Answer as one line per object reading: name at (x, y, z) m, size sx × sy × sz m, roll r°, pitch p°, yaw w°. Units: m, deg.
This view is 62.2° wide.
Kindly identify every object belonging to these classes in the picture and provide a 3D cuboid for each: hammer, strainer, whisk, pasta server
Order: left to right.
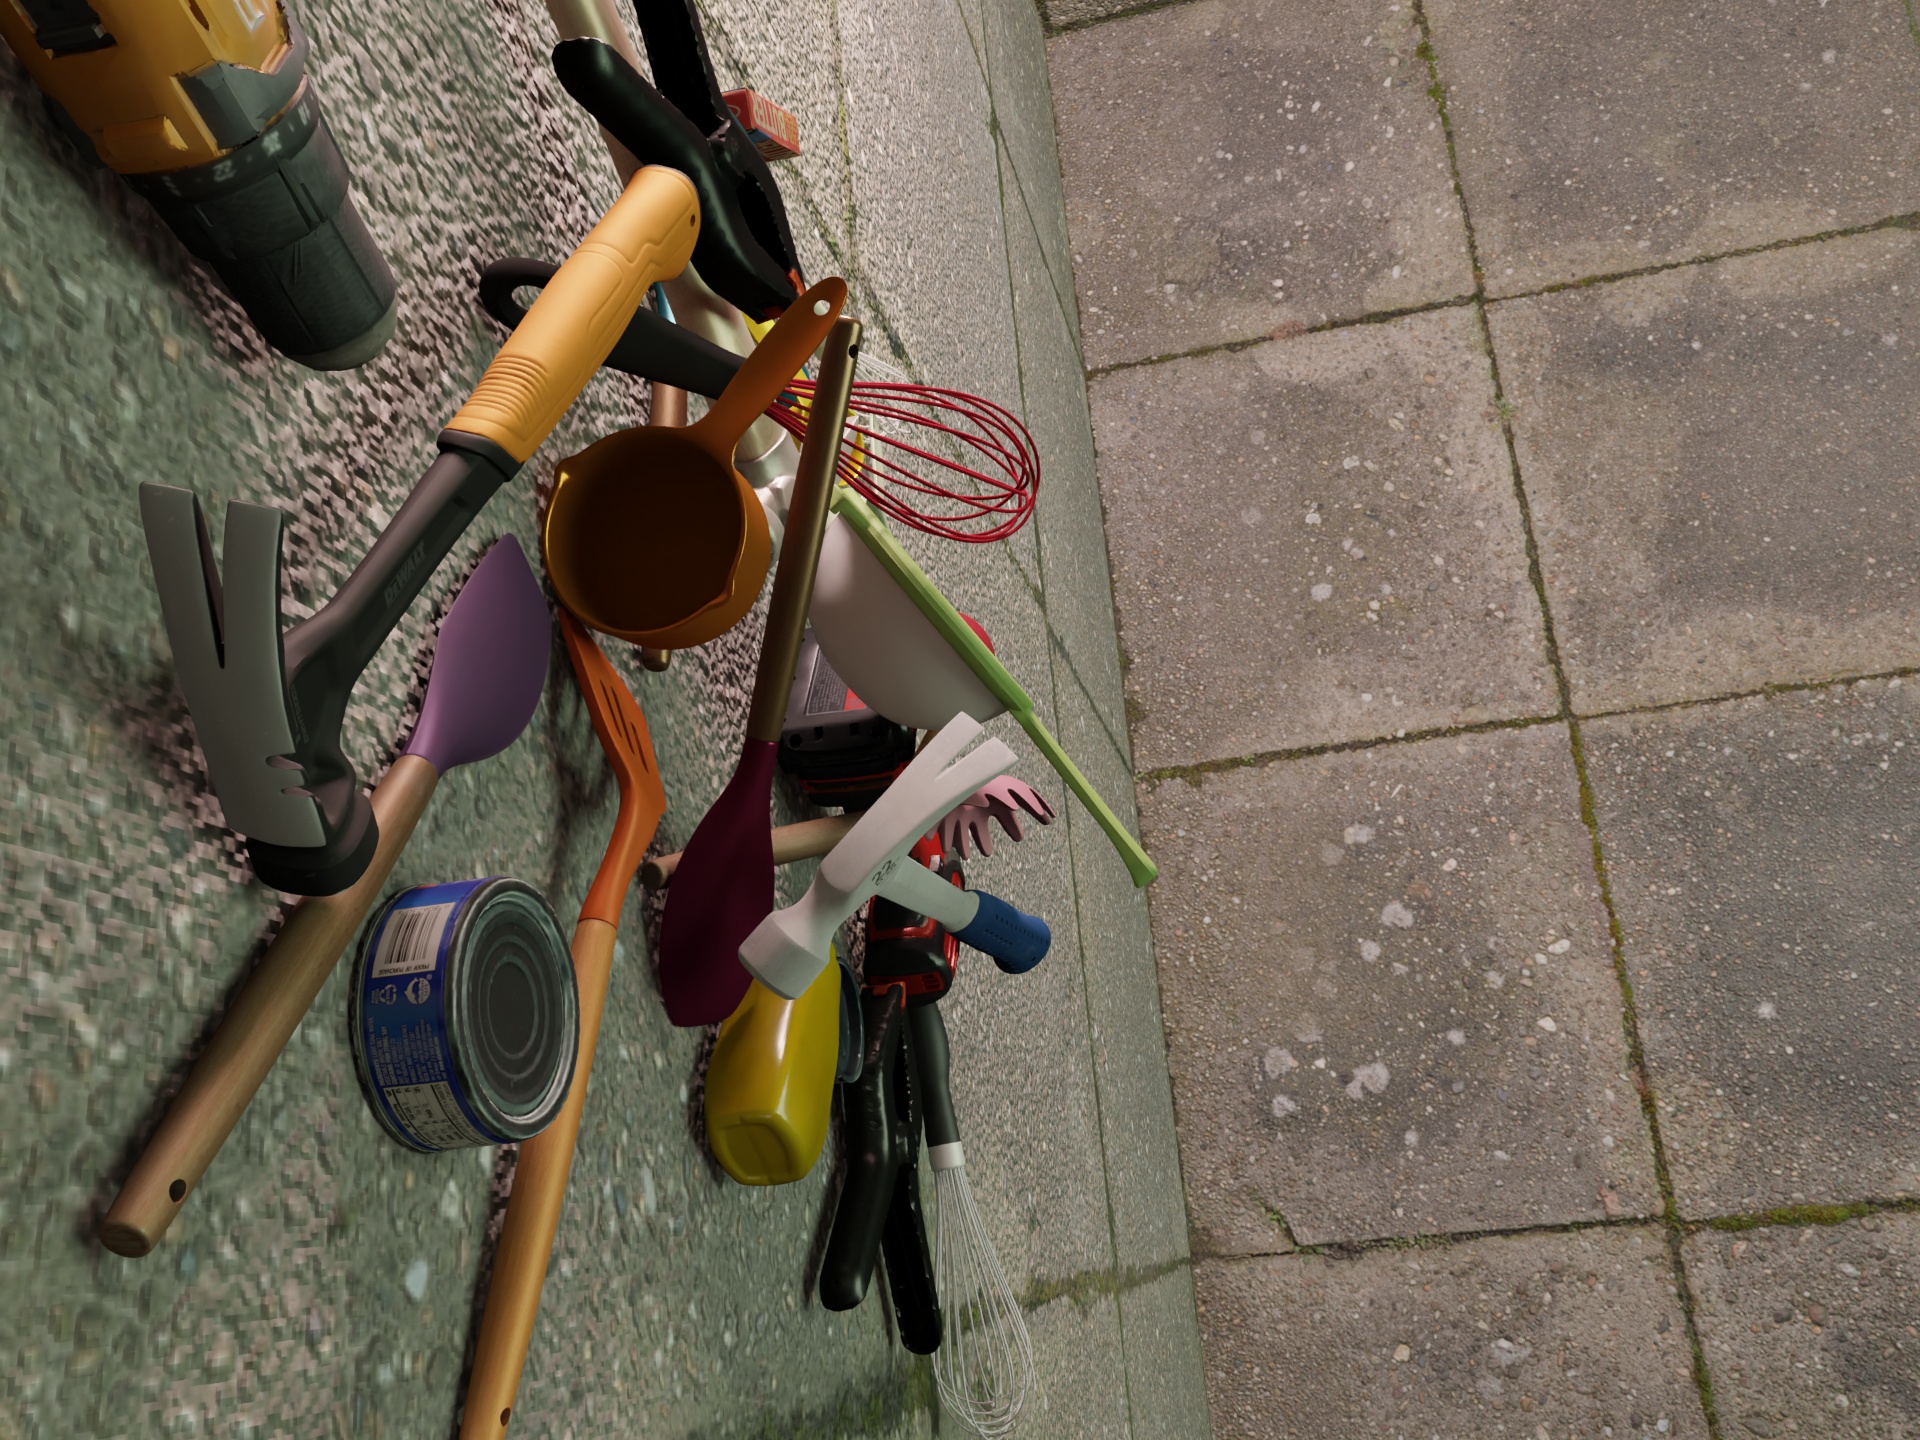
hammer at (-0.148, -0.106, 0.516) m, size 0.337 × 0.034 × 0.127 m, roll -75°, pitch 174°, yaw -47°
hammer at (-0.147, -0.275, 0.716) m, size 0.146 × 0.038 × 0.410 m, roll -66°, pitch 141°, yaw -52°
whisk at (-0.075, -0.142, 0.710) m, size 0.295 × 0.073 × 0.073 m, roll 15°, pitch 61°, yaw -39°
whisk at (-0.085, -0.251, 1.089) m, size 0.058 × 0.059 × 0.246 m, roll 41°, pitch 1°, yaw 22°
pasta server at (-0.047, 0.062, 0.819) m, size 0.316 × 0.060 × 0.040 m, roll -8°, pitch 68°, yaw -58°
whisk at (-0.004, 0.315, 1.030) m, size 0.070 × 0.070 × 0.285 m, roll 42°, pitch 35°, yaw -72°
strainer at (-0.001, -0.003, 0.824) m, size 0.256 × 0.069 × 0.151 m, roll 51°, pitch 3°, yaw 3°
hammer at (0.002, 0.098, 0.857) m, size 0.035 × 0.144 × 0.405 m, roll 41°, pitch -2°, yaw 18°

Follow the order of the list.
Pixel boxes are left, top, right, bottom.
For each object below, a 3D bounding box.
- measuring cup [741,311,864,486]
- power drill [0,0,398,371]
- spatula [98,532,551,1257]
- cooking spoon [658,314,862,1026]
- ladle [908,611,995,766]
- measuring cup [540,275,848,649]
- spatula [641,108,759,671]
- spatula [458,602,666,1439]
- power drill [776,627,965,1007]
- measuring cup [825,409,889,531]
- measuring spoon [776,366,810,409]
measuring cup at (-0.112, -0.206, 0.952) m, size 0.156 × 0.029 × 0.062 m, roll 57°, pitch 43°, yaw -25°
power drill at (-0.195, -0.231, 0.460) m, size 0.185 × 0.084 × 0.226 m, roll 71°, pitch 19°, yaw -50°
spatula at (-0.177, 0.033, 0.492) m, size 0.316 × 0.018 × 0.059 m, roll -82°, pitch 159°, yaw -57°
cooking spoon at (-0.081, -0.017, 0.695) m, size 0.068 × 0.017 × 0.319 m, roll 3°, pitch 101°, yaw -53°
ladle at (-0.009, 0.001, 0.913) m, size 0.315 × 0.031 × 0.069 m, roll -66°, pitch 148°, yaw -70°
measuring cup at (-0.097, -0.106, 0.660) m, size 0.173 × 0.095 × 0.052 m, roll -52°, pitch 167°, yaw -1°
spatula at (-0.135, -0.171, 0.783) m, size 0.082 × 0.044 × 0.318 m, roll 42°, pitch 41°, yaw -58°
spatula at (-0.147, 0.099, 0.585) m, size 0.080 × 0.041 × 0.323 m, roll 66°, pitch 23°, yaw -51°
power drill at (-0.042, 0.043, 0.996) m, size 0.188 × 0.080 × 0.226 m, roll -84°, pitch 164°, yaw -50°
measuring cup at (-0.072, -0.147, 1.085) m, size 0.083 × 0.038 × 0.168 m, roll 65°, pitch 18°, yaw -54°
measuring spoon at (-0.102, -0.171, 0.989) m, size 0.042 × 0.021 × 0.129 m, roll 53°, pitch 30°, yaw -66°
